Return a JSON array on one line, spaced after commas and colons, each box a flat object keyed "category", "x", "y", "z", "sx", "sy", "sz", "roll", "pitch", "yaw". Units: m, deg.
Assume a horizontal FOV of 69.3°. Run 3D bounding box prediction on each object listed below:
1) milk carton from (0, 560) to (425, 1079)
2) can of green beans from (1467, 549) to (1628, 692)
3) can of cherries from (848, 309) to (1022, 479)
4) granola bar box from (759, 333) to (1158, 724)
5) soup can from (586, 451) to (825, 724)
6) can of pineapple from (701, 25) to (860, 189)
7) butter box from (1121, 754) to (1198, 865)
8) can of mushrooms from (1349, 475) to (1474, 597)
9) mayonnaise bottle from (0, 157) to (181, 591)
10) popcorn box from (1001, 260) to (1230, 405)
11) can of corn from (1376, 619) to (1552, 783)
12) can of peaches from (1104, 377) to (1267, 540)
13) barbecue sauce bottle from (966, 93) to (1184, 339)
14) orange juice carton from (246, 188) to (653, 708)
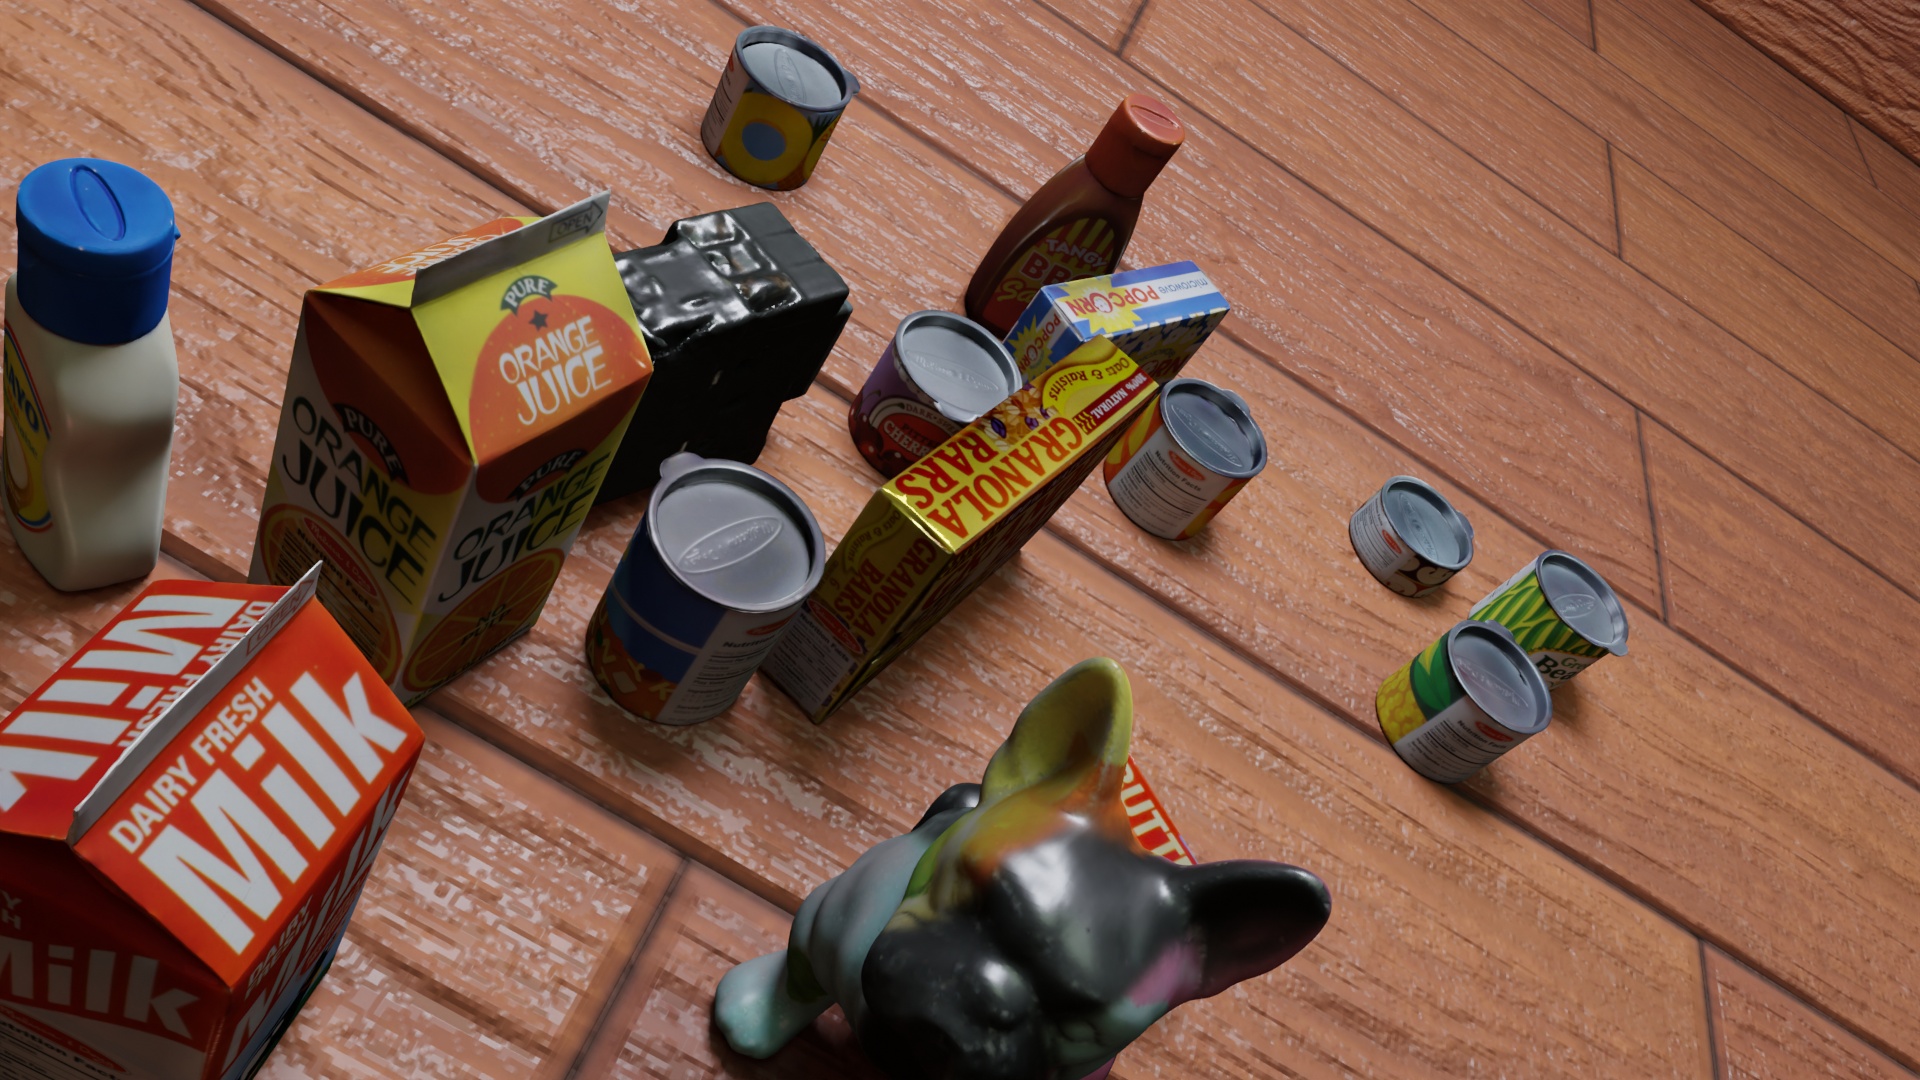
[{"category": "milk carton", "x": -0.188, "y": 0.079, "z": 0.329, "sx": 0.073, "sy": 0.189, "sz": 0.073, "roll": 32, "pitch": 43, "yaw": -8}, {"category": "can of green beans", "x": 0.338, "y": 0.048, "z": 0.801, "sx": 0.071, "sy": 0.057, "sz": 0.071, "roll": 18, "pitch": 47, "yaw": -20}, {"category": "can of cherries", "x": -0.014, "y": -0.065, "z": 0.663, "sx": 0.071, "sy": 0.058, "sz": 0.072, "roll": 18, "pitch": 47, "yaw": -20}, {"category": "granola bar box", "x": 0.002, "y": -0.007, "z": 0.577, "sx": 0.039, "sy": 0.123, "sz": 0.166, "roll": 44, "pitch": 43, "yaw": 6}, {"category": "soup can", "x": -0.098, "y": 0.019, "z": 0.518, "sx": 0.071, "sy": 0.083, "sz": 0.072, "roll": 18, "pitch": 47, "yaw": -20}, {"category": "can of pineapple", "x": -0.098, "y": -0.231, "z": 0.748, "sx": 0.071, "sy": 0.057, "sz": 0.071, "roll": 18, "pitch": 47, "yaw": -20}, {"category": "butter box", "x": 0.059, "y": 0.119, "z": 0.560, "sx": 0.024, "sy": 0.053, "sz": 0.104, "roll": -13, "pitch": 63, "yaw": -40}, {"category": "can of mushrooms", "x": 0.265, "y": -0.002, "z": 0.813, "sx": 0.071, "sy": 0.033, "sz": 0.071, "roll": 18, "pitch": 47, "yaw": -20}, {"category": "mayonnaise bottle", "x": -0.263, "y": -0.048, "z": 0.418, "sx": 0.041, "sy": 0.147, "sz": 0.065, "roll": -18, "pitch": 66, "yaw": -42}, {"category": "popcorn box", "x": 0.073, "y": -0.099, "z": 0.730, "sx": 0.127, "sy": 0.084, "sz": 0.038, "roll": -19, "pitch": 67, "yaw": -42}, {"category": "can of corn", "x": 0.260, "y": 0.082, "z": 0.720, "sx": 0.071, "sy": 0.058, "sz": 0.071, "roll": 18, "pitch": 47, "yaw": -20}, {"category": "can of peaches", "x": 0.119, "y": -0.043, "z": 0.733, "sx": 0.071, "sy": 0.057, "sz": 0.071, "roll": 18, "pitch": 47, "yaw": -20}, {"category": "barbecue sauce bottle", "x": 0.062, "y": -0.167, "z": 0.733, "sx": 0.065, "sy": 0.147, "sz": 0.044, "roll": 17, "pitch": 47, "yaw": -22}, {"category": "orange juice carton", "x": -0.161, "y": -0.030, "z": 0.438, "sx": 0.073, "sy": 0.191, "sz": 0.072, "roll": 44, "pitch": 43, "yaw": 6}]
